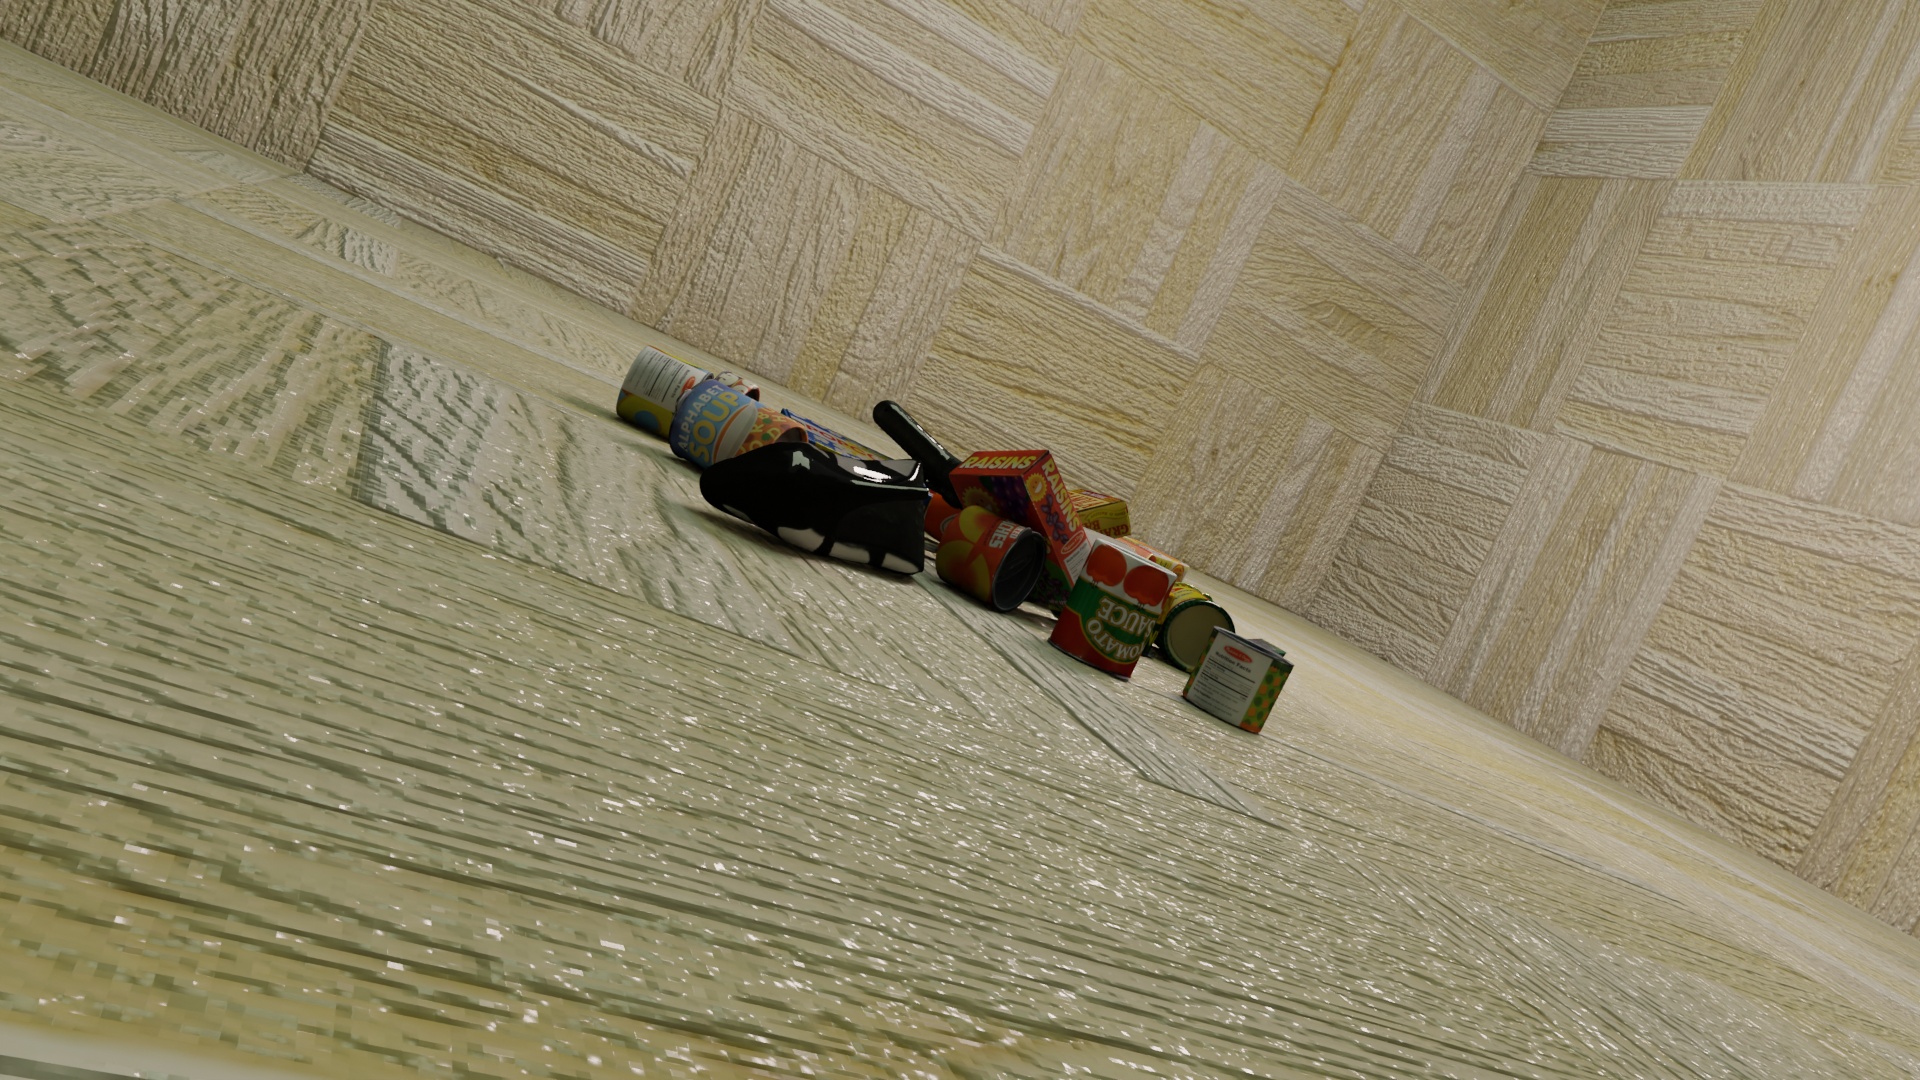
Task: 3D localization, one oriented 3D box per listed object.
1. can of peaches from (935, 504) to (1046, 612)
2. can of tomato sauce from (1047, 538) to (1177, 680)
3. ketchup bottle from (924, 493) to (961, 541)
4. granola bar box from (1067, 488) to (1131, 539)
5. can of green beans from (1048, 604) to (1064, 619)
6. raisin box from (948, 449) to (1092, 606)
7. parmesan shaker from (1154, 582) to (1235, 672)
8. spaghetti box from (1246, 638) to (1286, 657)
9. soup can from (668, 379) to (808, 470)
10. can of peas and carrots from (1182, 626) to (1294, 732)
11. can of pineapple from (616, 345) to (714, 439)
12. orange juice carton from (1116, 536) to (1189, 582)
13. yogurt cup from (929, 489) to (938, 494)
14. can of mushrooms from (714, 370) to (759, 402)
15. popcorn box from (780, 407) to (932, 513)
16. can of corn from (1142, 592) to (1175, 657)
[{"bbox_3d":[0.023,0.011,1.051,0.058,0.071,0.071,27,5,31],"label":"can of peaches"},{"bbox_3d":[0.111,0.049,1.007,0.071,0.083,0.071,25,4,-2],"label":"can of tomato sauce"},{"bbox_3d":[0.005,-0.017,1.323,0.149,0.064,0.044,17,21,3],"label":"ketchup bottle"},{"bbox_3d":[0.093,-0.018,1.440,0.124,0.039,0.165,-14,9,-9],"label":"granola bar box"},{"bbox_3d":[0.114,0.046,1.145,0.071,0.071,0.058,20,6,-45],"label":"can of green beans"},{"bbox_3d":[0.053,-0.010,1.092,0.086,0.040,0.123,4,-53,49],"label":"raisin box"},{"bbox_3d":[0.209,0.077,1.264,0.071,0.071,0.103,25,4,-6],"label":"parmesan shaker"},{"bbox_3d":[0.245,0.111,1.204,0.029,0.050,0.250,29,6,20],"label":"spaghetti box"},{"bbox_3d":[-0.168,-0.077,1.050,0.084,0.071,0.071,27,5,20],"label":"soup can"},{"bbox_3d":[0.210,0.105,1.048,0.071,0.058,0.071,25,4,-2],"label":"can of peas and carrots"},{"bbox_3d":[-0.245,-0.120,1.152,0.058,0.071,0.071,25,5,-2],"label":"can of pineapple"},{"bbox_3d":[0.184,0.037,1.547,0.072,0.073,0.193,28,6,25],"label":"orange juice carton"},{"bbox_3d":[0.001,-0.028,1.399,0.072,0.072,0.054,22,13,-35],"label":"yogurt cup"},{"bbox_3d":[-0.217,-0.123,1.298,0.033,0.071,0.071,26,5,8],"label":"can of mushrooms"},{"bbox_3d":[-0.092,-0.057,1.137,0.127,0.038,0.085,24,12,-20],"label":"popcorn box"},{"bbox_3d":[0.148,0.061,1.206,0.071,0.058,0.071,25,5,-2],"label":"can of corn"}]
